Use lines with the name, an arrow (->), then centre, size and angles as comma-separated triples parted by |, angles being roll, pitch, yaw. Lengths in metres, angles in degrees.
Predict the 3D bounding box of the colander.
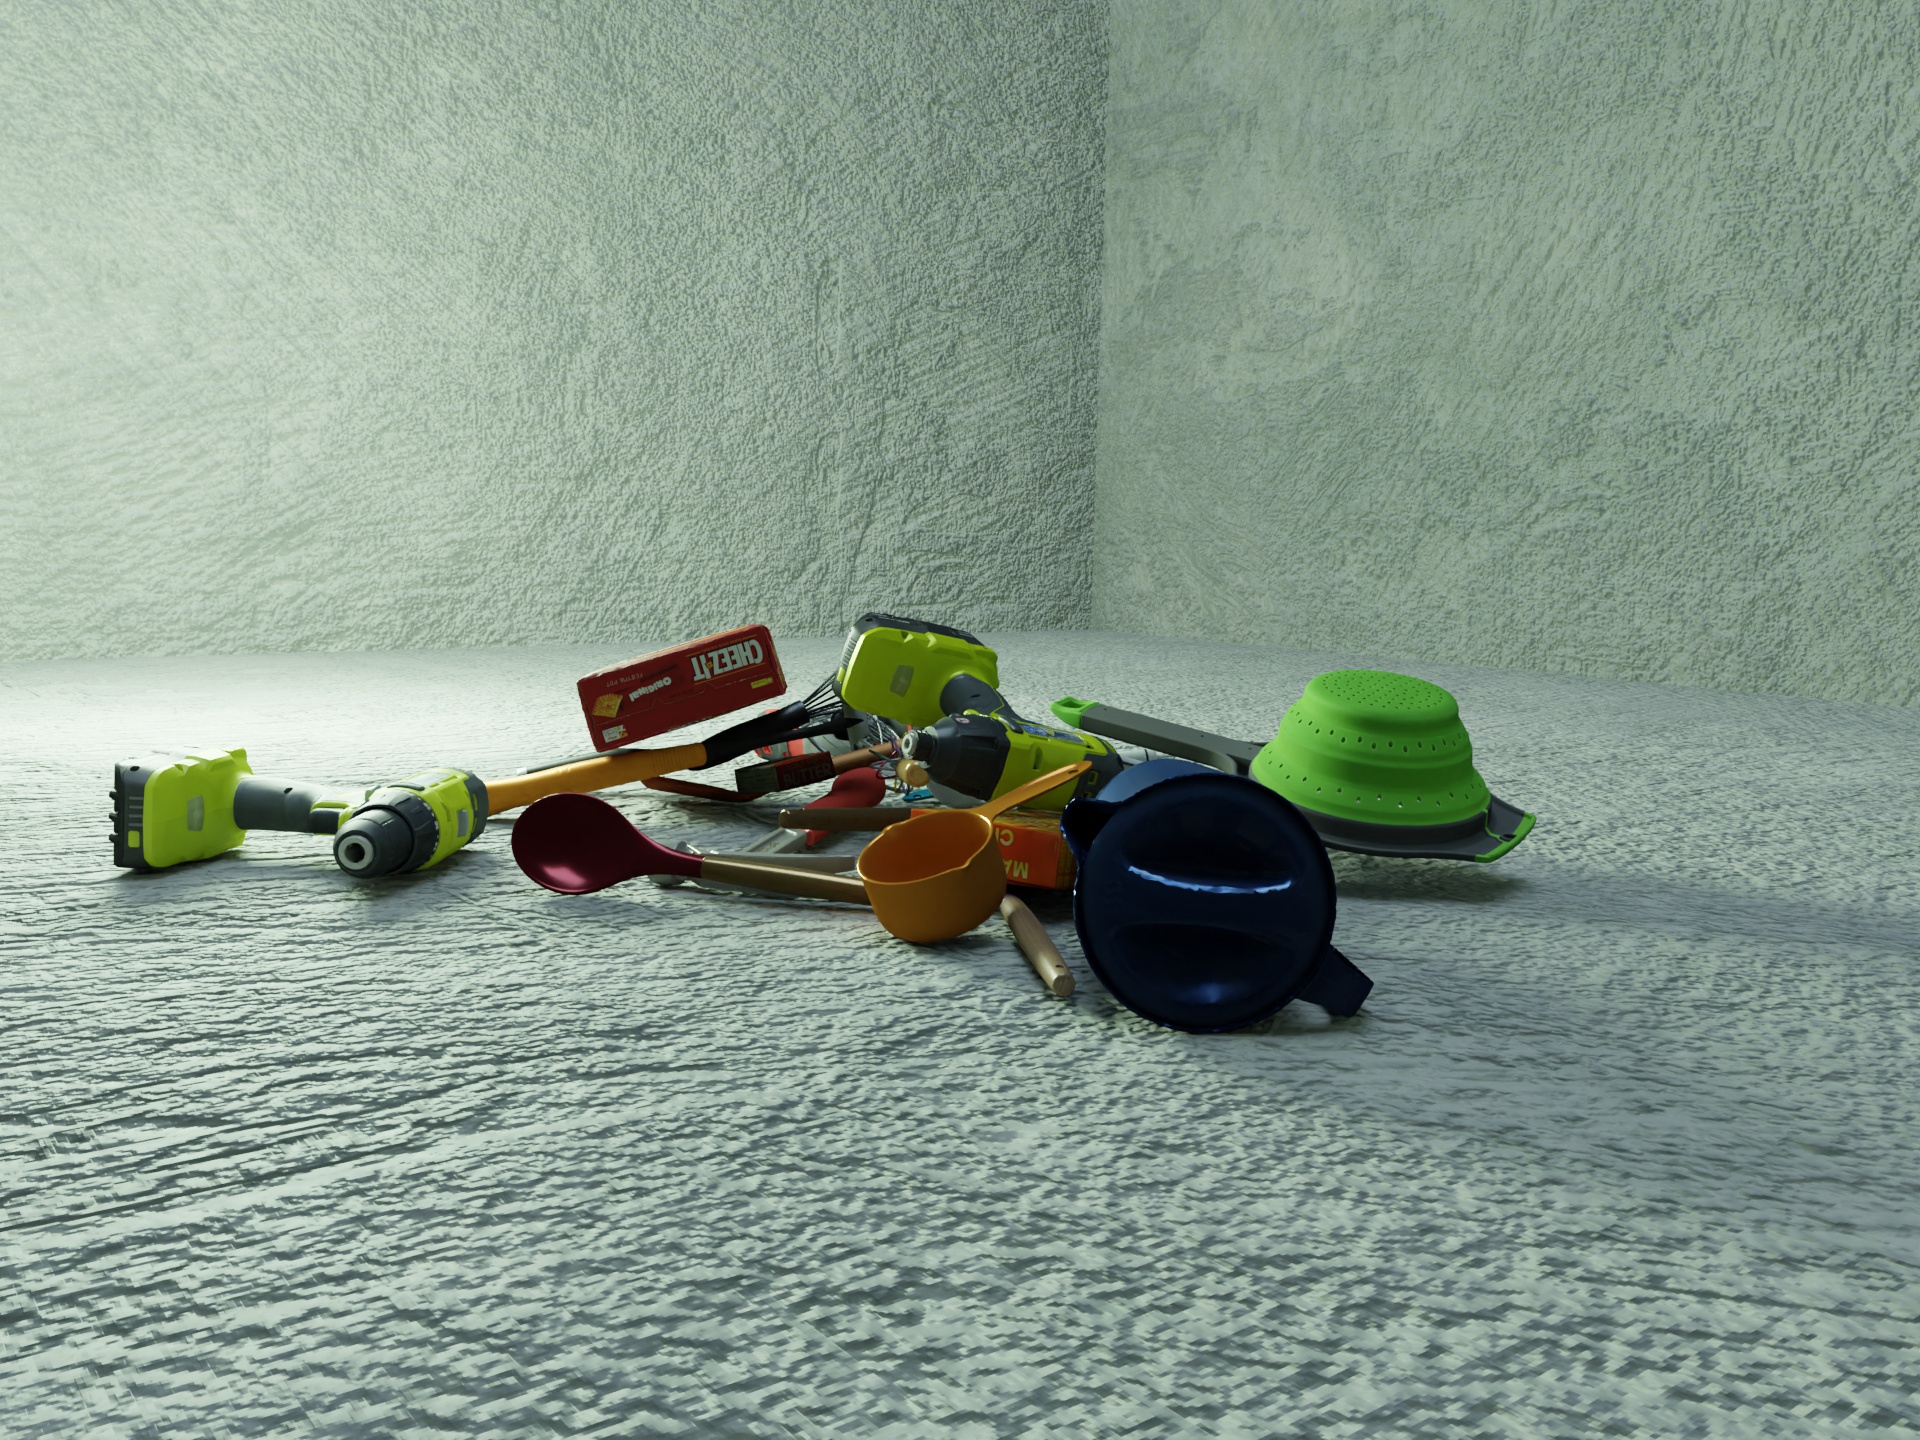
colander -> 0.243, 0.001, 1.230 | 0.397, 0.094, 0.204 | 16, 23, 33

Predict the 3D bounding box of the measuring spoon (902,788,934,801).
measuring spoon -> 0.008, 0.069, 1.483 | 0.128, 0.021, 0.042 | -10, 18, -16

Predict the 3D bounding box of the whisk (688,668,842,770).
whisk -> -0.146, -0.011, 1.459 | 0.239, 0.055, 0.055 | -25, 15, -17

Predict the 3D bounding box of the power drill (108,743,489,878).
power drill -> -0.471, 0.069, 1.129 | 0.228, 0.080, 0.190 | 4, 7, 1

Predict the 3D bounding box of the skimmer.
skimmer -> -0.227, 0.052, 1.500 | 0.363, 0.090, 0.127 | -10, 21, -8

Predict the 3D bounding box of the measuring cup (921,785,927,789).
measuring cup -> -0.019, 0.043, 1.565 | 0.083, 0.038, 0.167 | 2, 5, 8

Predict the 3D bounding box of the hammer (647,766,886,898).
hammer -> -0.109, 0.082, 1.249 | 0.149, 0.036, 0.359 | 3, 8, 12

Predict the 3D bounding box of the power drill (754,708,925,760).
power drill -> -0.101, 0.010, 1.697 | 0.143, 0.078, 0.219 | 6, 11, 36

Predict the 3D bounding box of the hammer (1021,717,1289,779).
hammer -> 0.119, 0.028, 1.361 | 0.405, 0.035, 0.144 | 15, 8, -4

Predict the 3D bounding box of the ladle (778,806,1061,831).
ladle -> -0.006, 0.063, 1.196 | 0.320, 0.062, 0.078 | 4, -2, -44

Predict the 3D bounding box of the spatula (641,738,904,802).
spatula -> -0.123, 0.034, 1.430 | 0.322, 0.041, 0.081 | -14, -7, -9

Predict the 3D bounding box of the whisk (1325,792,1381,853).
whisk -> 0.273, 0.090, 1.204 | 0.070, 0.070, 0.284 | 6, 13, 34

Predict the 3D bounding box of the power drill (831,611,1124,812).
power drill -> -0.002, -0.004, 1.195 | 0.171, 0.080, 0.223 | 11, 17, -32

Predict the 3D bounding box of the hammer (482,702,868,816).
hammer -> -0.243, 0.034, 1.323 | 0.337, 0.034, 0.127 | -12, 0, -1

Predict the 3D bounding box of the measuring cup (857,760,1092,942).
measuring cup -> 0.019, 0.081, 1.000 | 0.173, 0.052, 0.095 | -26, 23, -25

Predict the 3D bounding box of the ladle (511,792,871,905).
ladle -> -0.146, 0.100, 1.059 | 0.315, 0.069, 0.031 | 8, -11, 9

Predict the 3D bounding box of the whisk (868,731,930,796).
whisk -> -0.045, 0.035, 1.295 | 0.051, 0.047, 0.245 | 39, -4, -5

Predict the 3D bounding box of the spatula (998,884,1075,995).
spatula -> 0.039, 0.124, 1.004 | 0.059, 0.018, 0.316 | 3, 6, -7

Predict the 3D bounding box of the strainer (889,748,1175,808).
strainer -> 0.067, 0.047, 1.430 | 0.258, 0.050, 0.086 | -6, -19, -3
